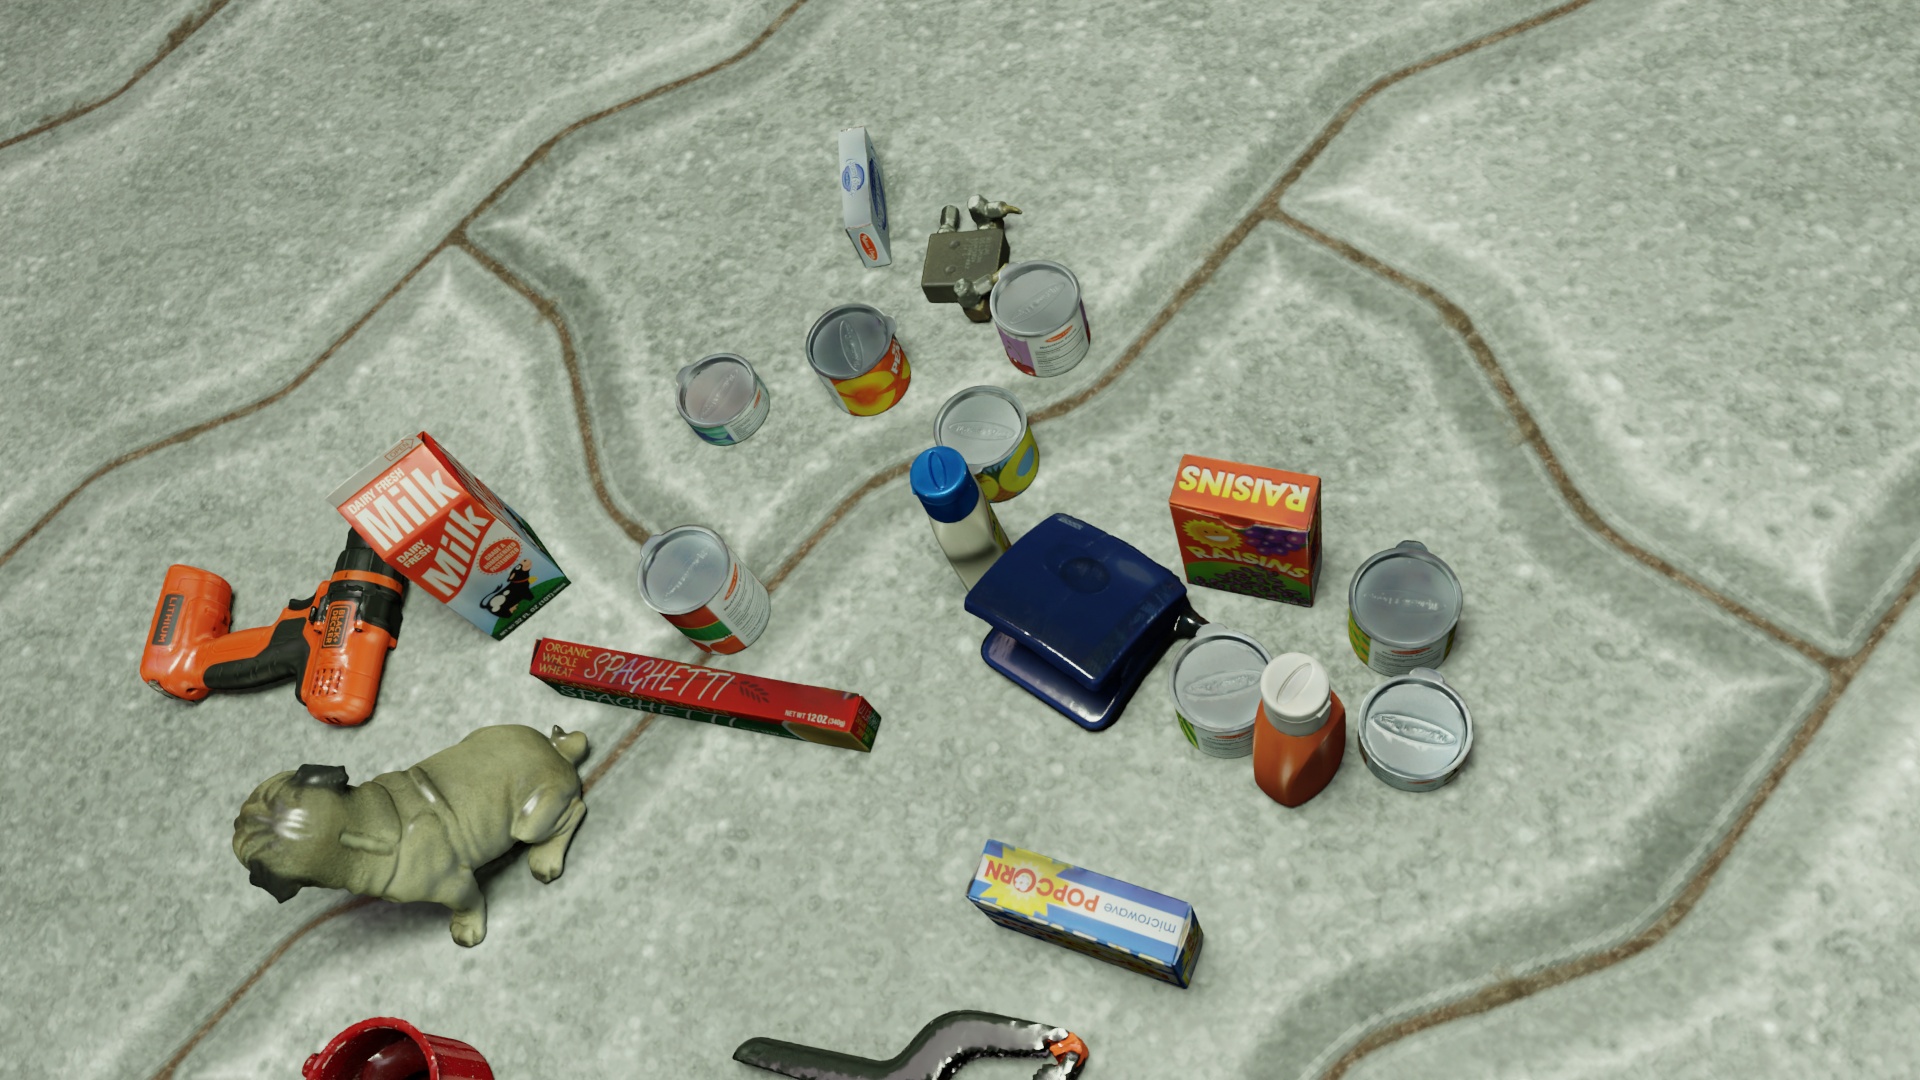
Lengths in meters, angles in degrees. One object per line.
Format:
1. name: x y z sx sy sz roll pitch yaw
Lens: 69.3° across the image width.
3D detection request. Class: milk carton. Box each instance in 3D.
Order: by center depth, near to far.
1. milk carton: -0.361 -0.008 0.978 0.072 0.190 0.073 -40 62 -6

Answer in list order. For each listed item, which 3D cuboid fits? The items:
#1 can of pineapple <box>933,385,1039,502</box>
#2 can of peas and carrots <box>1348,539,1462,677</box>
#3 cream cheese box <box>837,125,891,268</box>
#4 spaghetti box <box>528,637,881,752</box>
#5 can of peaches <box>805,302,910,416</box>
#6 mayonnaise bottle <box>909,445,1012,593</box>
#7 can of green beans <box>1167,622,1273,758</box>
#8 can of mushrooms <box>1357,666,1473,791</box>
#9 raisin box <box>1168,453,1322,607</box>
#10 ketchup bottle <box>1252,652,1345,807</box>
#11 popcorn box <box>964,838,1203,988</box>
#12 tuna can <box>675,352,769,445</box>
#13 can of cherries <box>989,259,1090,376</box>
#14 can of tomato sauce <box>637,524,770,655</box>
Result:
1. can of pineapple: 0.018 -0.066 0.984 0.071 0.057 0.071 -6 64 12
2. can of peas and carrots: 0.275 0.043 0.863 0.071 0.058 0.071 -6 64 12
3. cream cheese box: -0.077 -0.275 1.113 0.024 0.053 0.104 -11 63 9
4. spaghetti box: -0.179 0.105 0.955 0.250 0.050 0.029 8 67 18
5. can of peaches: -0.073 -0.135 1.041 0.071 0.058 0.071 -6 64 12
6. mayonnaise bottle: 0.003 -0.011 0.909 0.041 0.147 0.065 -17 62 6
7. can of green beans: 0.165 0.096 0.866 0.071 0.057 0.071 -6 64 12
8. can of mushrooms: 0.276 0.115 0.843 0.071 0.033 0.071 -6 63 12
9. raisin box: 0.181 -0.004 0.874 0.086 0.123 0.040 12 69 20
10. ketchup bottle: 0.195 0.107 0.802 0.043 0.148 0.065 35 78 26
11. popcorn box: 0.075 0.219 0.814 0.127 0.085 0.038 14 69 20
12. tuna can: -0.185 -0.109 1.071 0.071 0.032 0.071 -6 63 12
13. can of cherries: 0.059 -0.164 1.021 0.071 0.058 0.072 -6 64 12
14. can of tomato sauce: -0.179 0.035 0.970 0.071 0.083 0.071 -6 64 12
